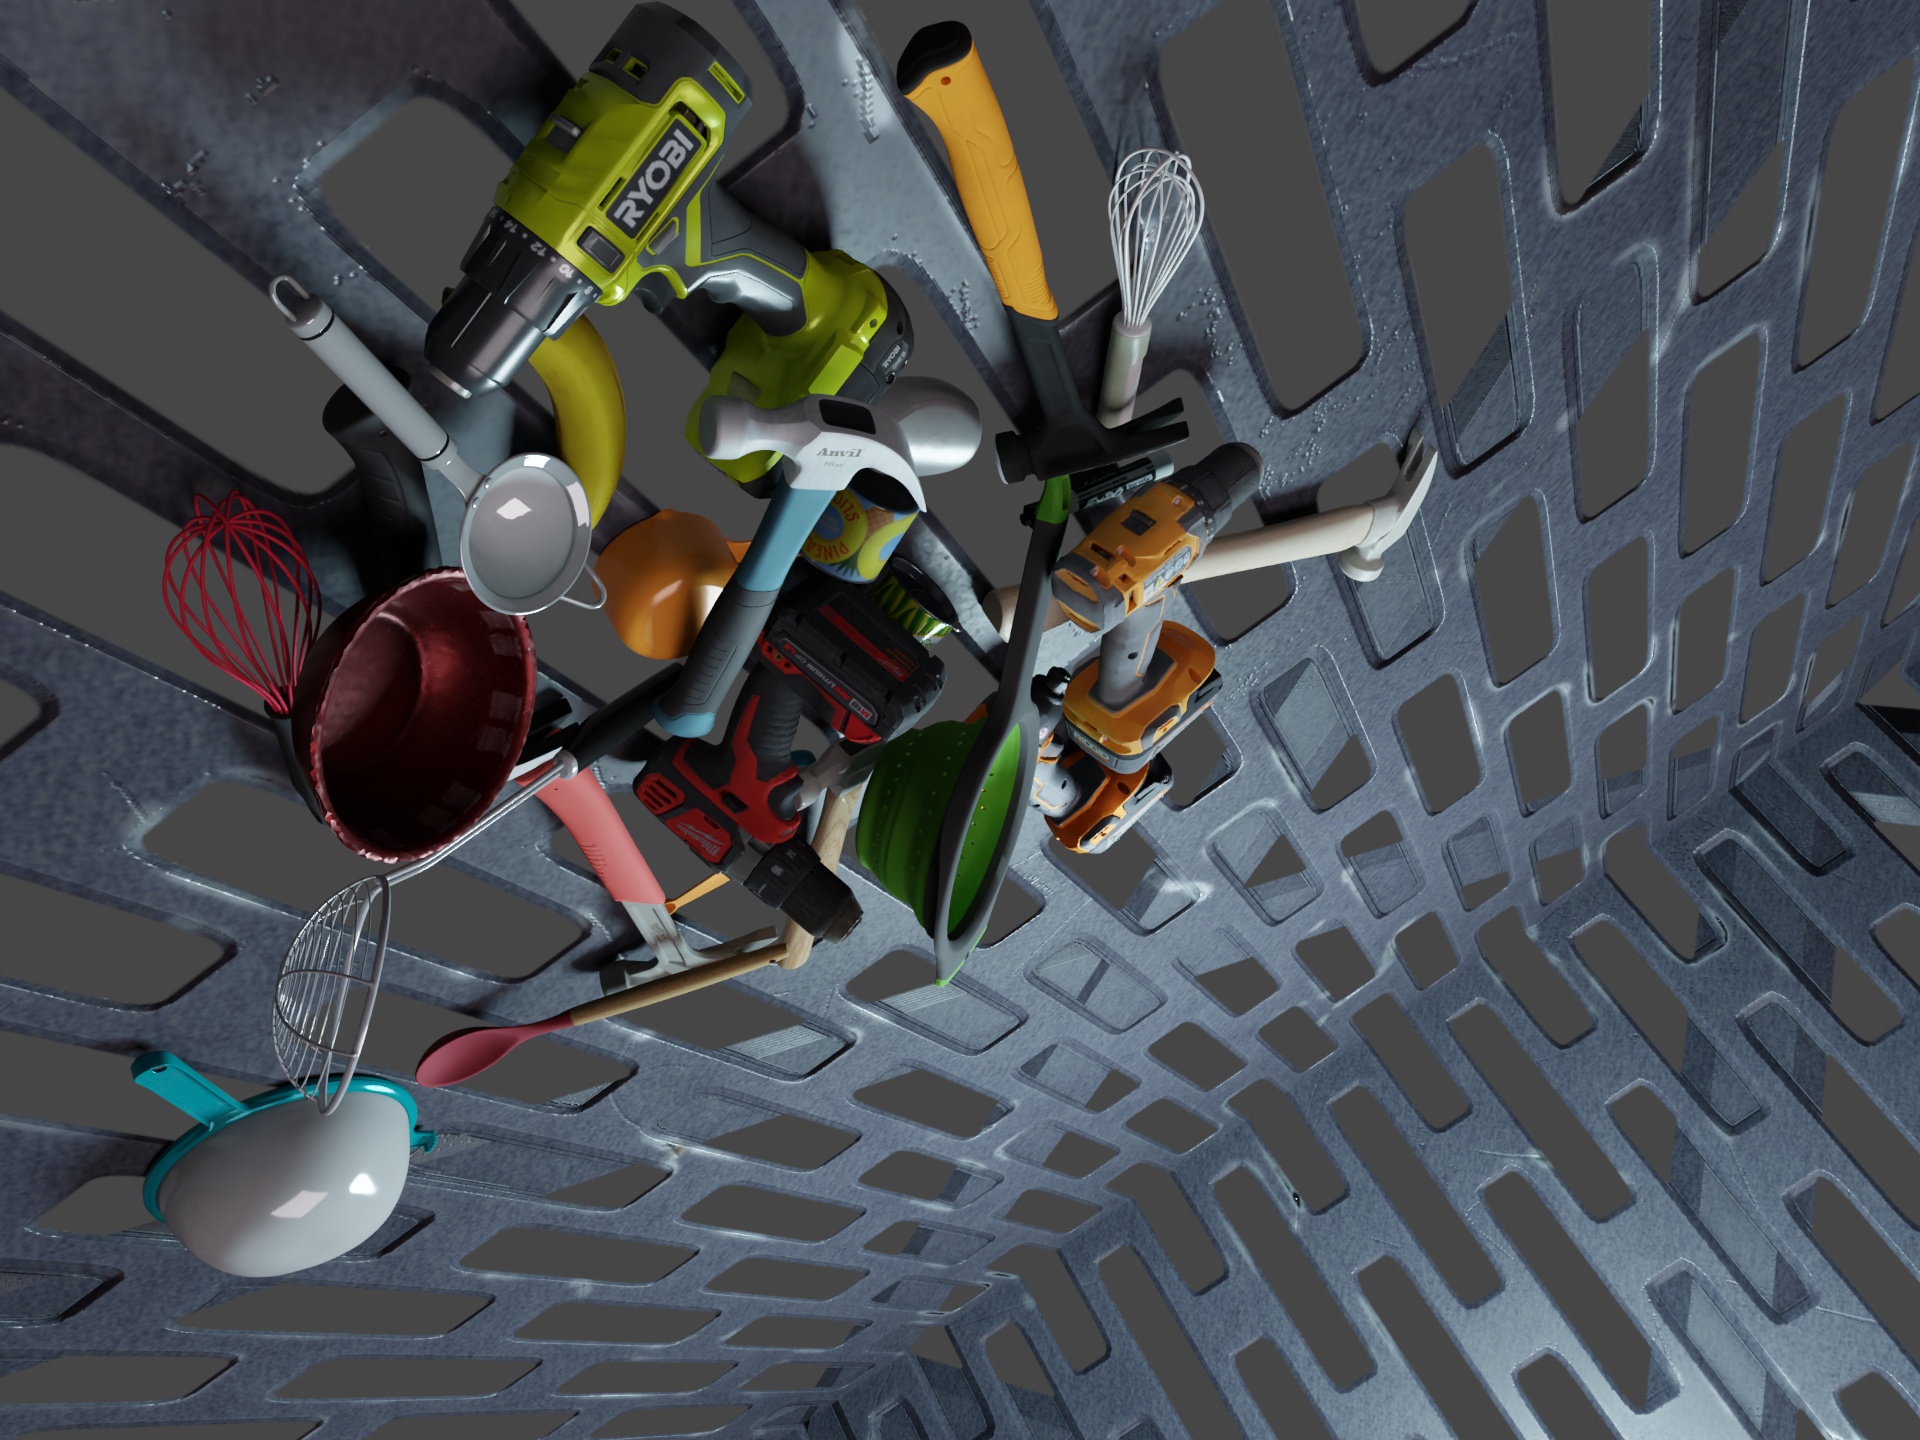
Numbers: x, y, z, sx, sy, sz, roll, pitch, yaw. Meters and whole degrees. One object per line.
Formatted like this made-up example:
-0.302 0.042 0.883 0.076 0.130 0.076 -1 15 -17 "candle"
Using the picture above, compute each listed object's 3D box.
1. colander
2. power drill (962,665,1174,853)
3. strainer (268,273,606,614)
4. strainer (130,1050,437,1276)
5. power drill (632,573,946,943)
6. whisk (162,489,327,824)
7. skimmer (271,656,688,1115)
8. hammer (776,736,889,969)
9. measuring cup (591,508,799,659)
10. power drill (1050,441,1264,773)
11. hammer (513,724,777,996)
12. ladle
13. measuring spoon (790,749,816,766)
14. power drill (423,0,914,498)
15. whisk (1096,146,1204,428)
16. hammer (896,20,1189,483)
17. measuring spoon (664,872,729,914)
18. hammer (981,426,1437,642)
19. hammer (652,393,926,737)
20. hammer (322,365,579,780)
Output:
-0.002 -0.004 1.157 0.204 0.094 0.397 -44 149 -63 "colander"
0.083 0.033 1.356 0.226 0.084 0.164 17 124 -48 "power drill"
-0.254 -0.130 0.781 0.087 0.050 0.258 -62 152 -17 "strainer"
-0.534 0.349 1.219 0.211 0.095 0.340 -26 151 -12 "strainer"
-0.102 0.035 1.075 0.226 0.188 0.080 -50 178 32 "power drill"
-0.374 -0.020 0.872 0.073 0.073 0.295 -20 153 -21 "whisk"
-0.260 0.080 0.948 0.363 0.090 0.127 -43 180 -42 "skimmer"
-0.113 0.114 1.319 0.130 0.031 0.331 -30 157 -33 "hammer"
-0.139 -0.087 0.996 0.173 0.052 0.095 -13 144 -27 "measuring cup"
0.149 -0.086 1.167 0.185 0.084 0.226 -40 149 -22 "power drill"
-0.241 0.112 1.187 0.149 0.037 0.358 -15 146 -3 "hammer"
-0.289 0.233 1.288 0.315 0.031 0.069 -18 149 0 "ladle"
-0.158 0.072 1.240 0.128 0.021 0.042 -44 148 15 "measuring spoon"
-0.137 -0.202 0.778 0.190 0.080 0.228 -52 148 2 "power drill"
0.110 -0.255 0.997 0.058 0.059 0.246 -51 163 -27 "whisk"
0.042 -0.255 0.913 0.127 0.034 0.336 -12 149 12 "hammer"
-0.199 0.126 1.296 0.117 0.011 0.021 -31 149 -10 "measuring spoon"
0.203 -0.136 1.263 0.410 0.038 0.146 -16 144 -27 "hammer"
-0.119 -0.074 0.896 0.128 0.033 0.331 -3 155 -26 "hammer"
-0.299 -0.063 0.902 0.146 0.035 0.334 -19 147 -21 "hammer"
